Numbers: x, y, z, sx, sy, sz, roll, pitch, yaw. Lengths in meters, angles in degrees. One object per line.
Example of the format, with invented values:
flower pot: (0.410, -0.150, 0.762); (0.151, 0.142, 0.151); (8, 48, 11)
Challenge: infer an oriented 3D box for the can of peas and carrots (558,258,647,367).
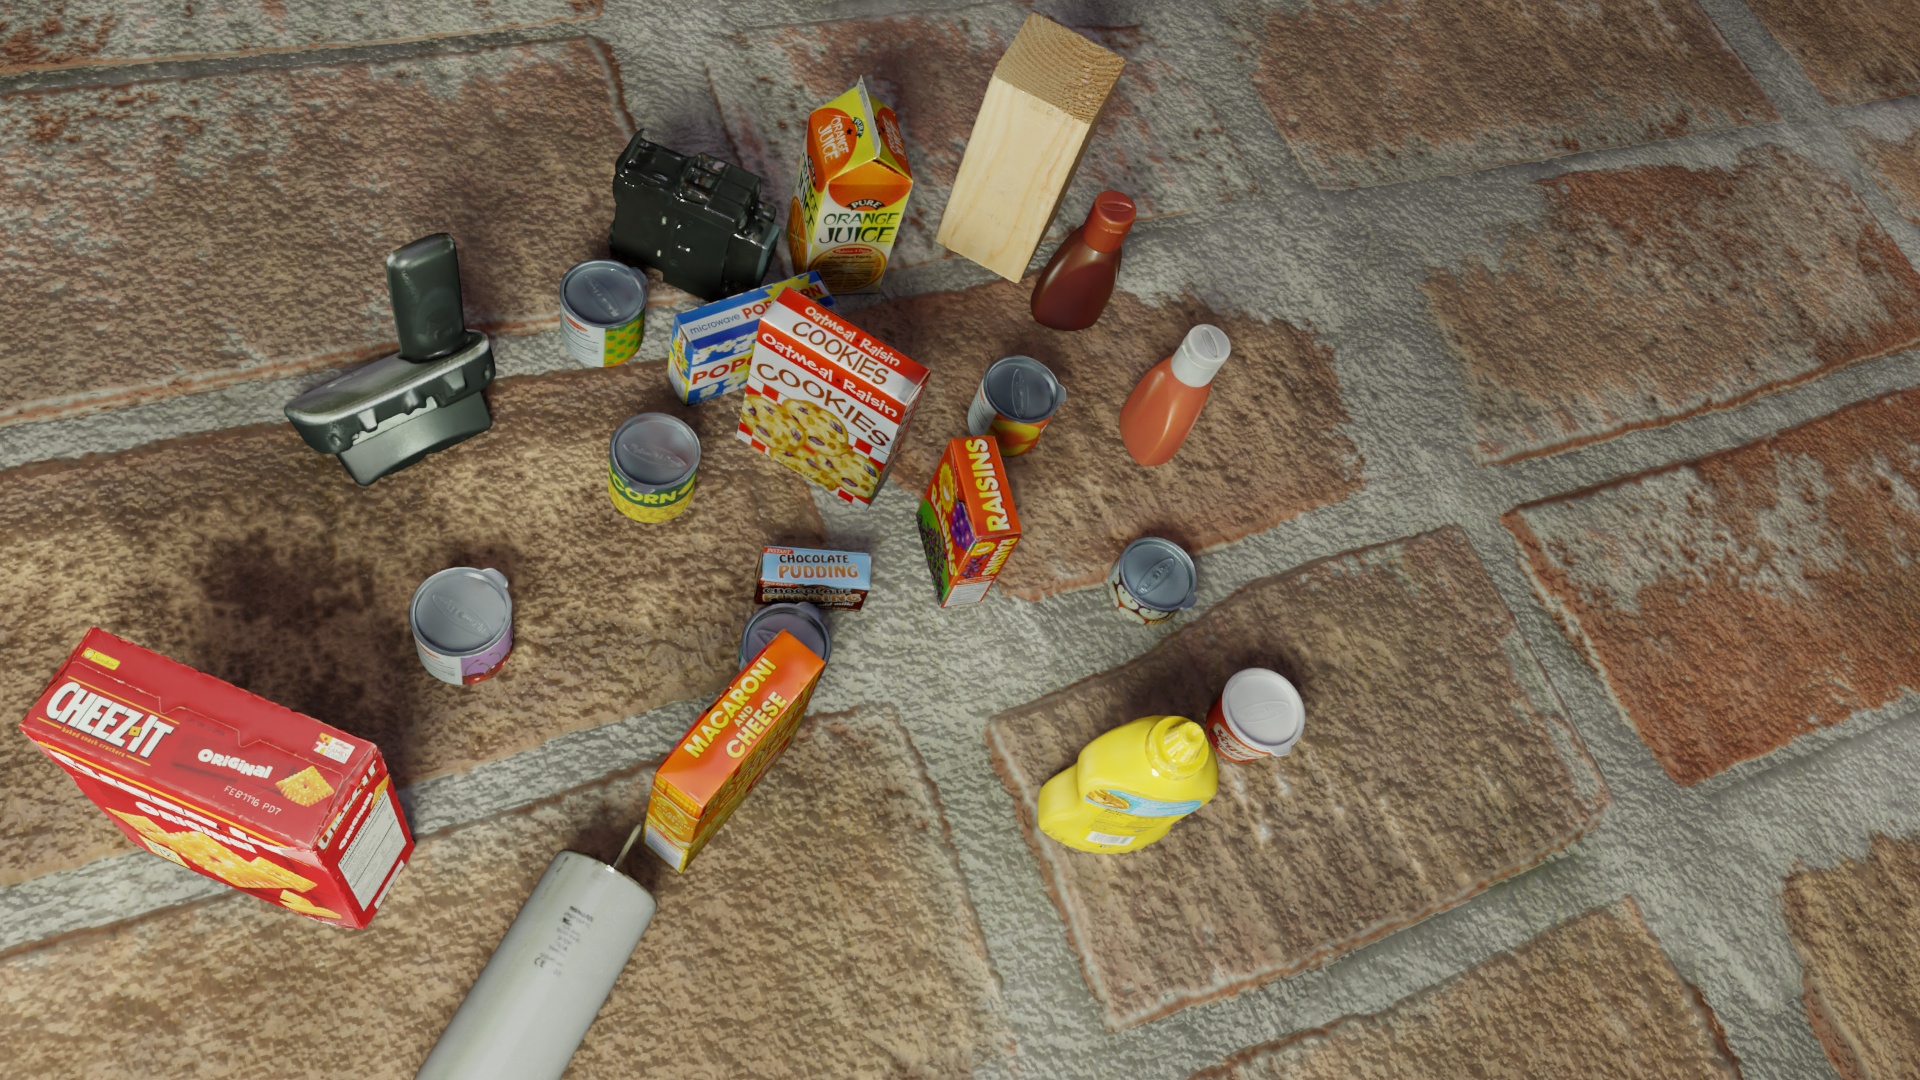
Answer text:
can of peas and carrots: (-0.283, -0.182, 1.106); (0.071, 0.058, 0.071); (7, 62, -12)

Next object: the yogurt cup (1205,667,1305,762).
yogurt cup: (0.226, 0.140, 1.083); (0.072, 0.053, 0.073); (7, 62, -12)

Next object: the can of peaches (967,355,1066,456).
can of peaches: (0.046, -0.111, 1.161); (0.071, 0.057, 0.071); (7, 62, -12)

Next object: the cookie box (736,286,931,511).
cookie box: (-0.100, -0.104, 1.054); (0.123, 0.166, 0.040); (30, 60, 1)

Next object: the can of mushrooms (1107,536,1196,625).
can of mushrooms: (0.157, 0.035, 1.130); (0.071, 0.033, 0.071); (7, 62, -12)

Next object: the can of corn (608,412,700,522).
can of corn: (-0.234, -0.052, 1.052); (0.071, 0.058, 0.071); (7, 62, -12)

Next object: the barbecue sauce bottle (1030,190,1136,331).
barbecue sauce bottle: (0.109, -0.238, 1.193); (0.065, 0.147, 0.044); (2, 63, -15)

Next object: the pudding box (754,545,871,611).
pudding box: (-0.112, 0.029, 1.049); (0.084, 0.049, 0.030); (5, 62, -13)

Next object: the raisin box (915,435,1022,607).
raisin box: (0.004, -0.013, 1.061); (0.040, 0.122, 0.086); (-6, 65, -18)

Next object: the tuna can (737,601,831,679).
tuna can: (-0.129, 0.081, 1.027); (0.071, 0.032, 0.071); (7, 62, -12)

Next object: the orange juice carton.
orange juice carton: (-0.091, -0.285, 1.137); (0.073, 0.191, 0.072); (-6, 65, -18)

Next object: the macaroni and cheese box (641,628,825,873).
macaroni and cheese box: (-0.152, 0.141, 0.912); (0.040, 0.165, 0.124); (37, 60, 5)

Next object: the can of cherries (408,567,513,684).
can of cherries: (-0.343, 0.059, 0.964); (0.071, 0.058, 0.072); (7, 62, -12)

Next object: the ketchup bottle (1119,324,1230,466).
ketchup bottle: (0.177, -0.122, 1.151); (0.043, 0.148, 0.065); (-8, 66, -19)

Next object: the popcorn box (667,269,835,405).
popcorn box: (-0.168, -0.162, 1.112); (0.127, 0.084, 0.038); (-23, 72, -25)
